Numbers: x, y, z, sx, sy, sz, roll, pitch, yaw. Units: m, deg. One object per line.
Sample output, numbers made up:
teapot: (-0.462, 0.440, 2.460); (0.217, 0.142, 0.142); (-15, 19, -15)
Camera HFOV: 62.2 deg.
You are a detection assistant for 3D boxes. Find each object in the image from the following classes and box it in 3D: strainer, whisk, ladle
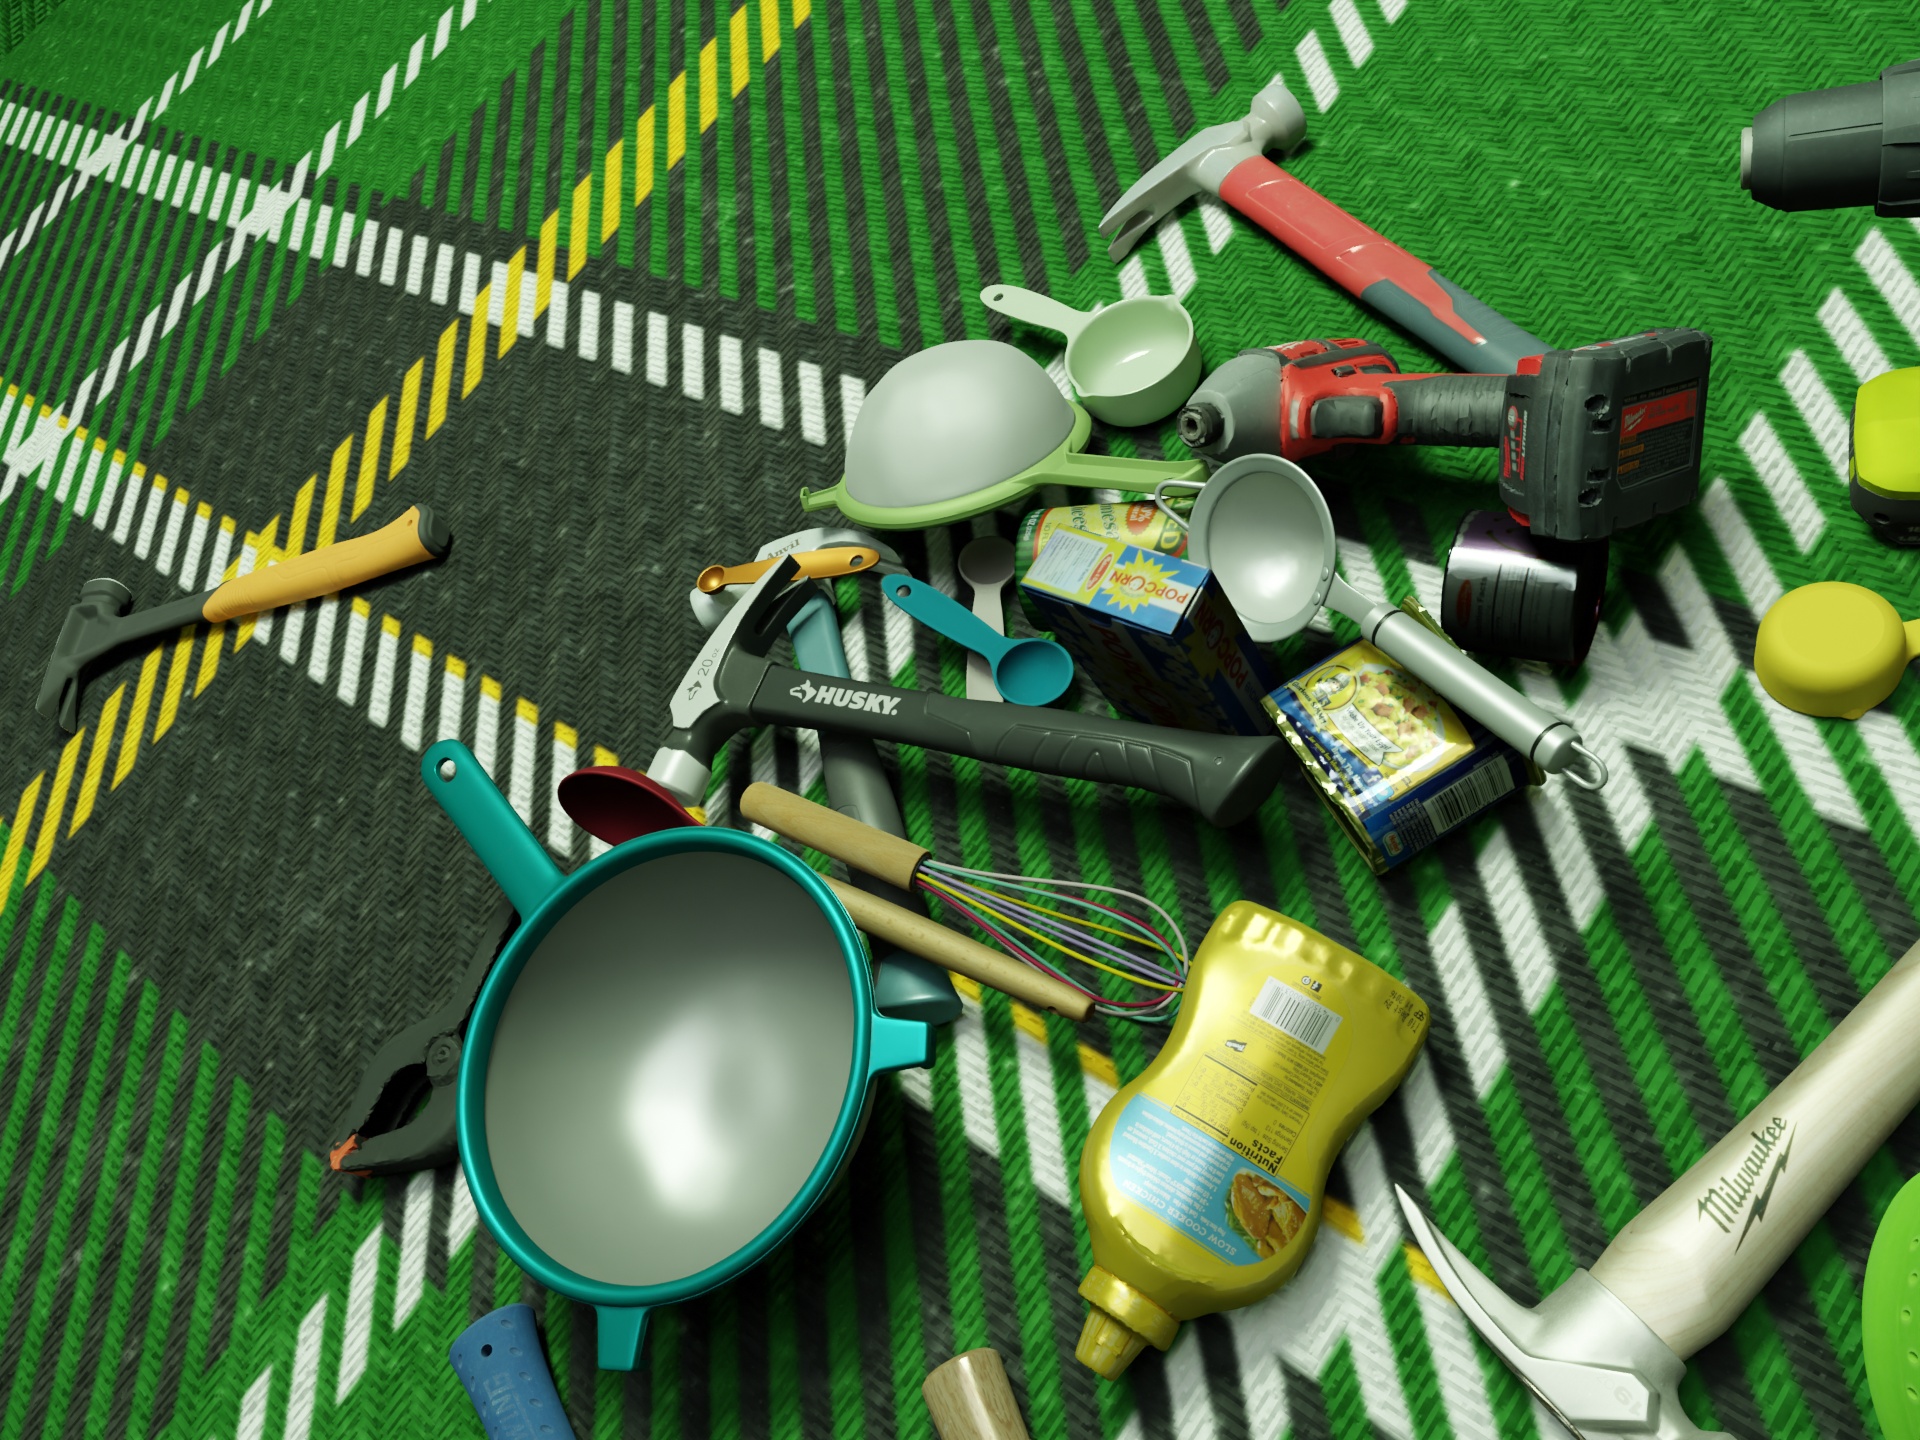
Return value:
strainer: (-0.157, 0.126, 0.768); (0.211, 0.095, 0.341); (-46, 56, -2)
strainer: (0.027, -0.159, 0.847); (0.151, 0.069, 0.256); (-37, 33, -28)
whisk: (0.002, 0.079, 0.743); (0.245, 0.051, 0.047); (21, 43, 23)
strainer: (0.179, -0.044, 0.689); (0.050, 0.086, 0.259); (-6, 36, -33)
ladle: (-0.073, 0.080, 0.762); (0.316, 0.069, 0.031); (19, 56, 30)

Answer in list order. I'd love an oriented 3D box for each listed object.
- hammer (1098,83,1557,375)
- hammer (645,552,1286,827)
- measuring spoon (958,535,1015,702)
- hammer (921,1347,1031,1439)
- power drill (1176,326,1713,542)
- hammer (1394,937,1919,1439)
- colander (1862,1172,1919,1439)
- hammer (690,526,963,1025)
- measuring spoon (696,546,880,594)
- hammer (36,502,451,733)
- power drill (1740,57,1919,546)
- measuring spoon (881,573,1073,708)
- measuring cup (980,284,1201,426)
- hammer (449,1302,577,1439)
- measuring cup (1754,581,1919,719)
hammer: (0.228, -0.228, 0.868); (0.143, 0.038, 0.387); (-37, 50, 1)
hammer: (-0.001, -0.003, 0.784); (0.335, 0.035, 0.146); (9, 65, 32)
measuring spoon: (0.015, -0.045, 0.867); (0.034, 0.018, 0.124); (-2, 63, 7)
hammer: (0.062, 0.374, 0.544); (0.130, 0.031, 0.332); (-32, 50, 4)
power drill: (0.214, -0.141, 0.739); (0.143, 0.078, 0.220); (-19, 24, -39)
hammer: (0.351, 0.098, 0.587); (0.410, 0.038, 0.146); (-42, 49, -5)
colander: (0.387, 0.136, 0.504); (0.397, 0.204, 0.094); (-47, 14, -29)
hammer: (-0.060, 0.019, 0.846); (0.128, 0.033, 0.331); (-27, 51, 9)
measuring spoon: (-0.098, -0.084, 0.908); (0.117, 0.011, 0.021); (-5, 55, 21)
hammer: (-0.514, -0.086, 1.142); (0.337, 0.034, 0.127); (-14, 52, 17)
power drill: (0.406, -0.165, 0.611); (0.190, 0.228, 0.080); (1, 59, 27)
measuring spoon: (0.007, -0.042, 0.849); (0.129, 0.021, 0.042); (34, 70, 27)
measuring cup: (0.073, -0.223, 0.943); (0.083, 0.038, 0.168); (-48, 49, -10)
hammer: (-0.116, 0.403, 0.610); (0.144, 0.035, 0.406); (-40, 50, -4)
measuring cup: (0.412, -0.046, 0.656); (0.156, 0.029, 0.062); (-17, 53, 18)
